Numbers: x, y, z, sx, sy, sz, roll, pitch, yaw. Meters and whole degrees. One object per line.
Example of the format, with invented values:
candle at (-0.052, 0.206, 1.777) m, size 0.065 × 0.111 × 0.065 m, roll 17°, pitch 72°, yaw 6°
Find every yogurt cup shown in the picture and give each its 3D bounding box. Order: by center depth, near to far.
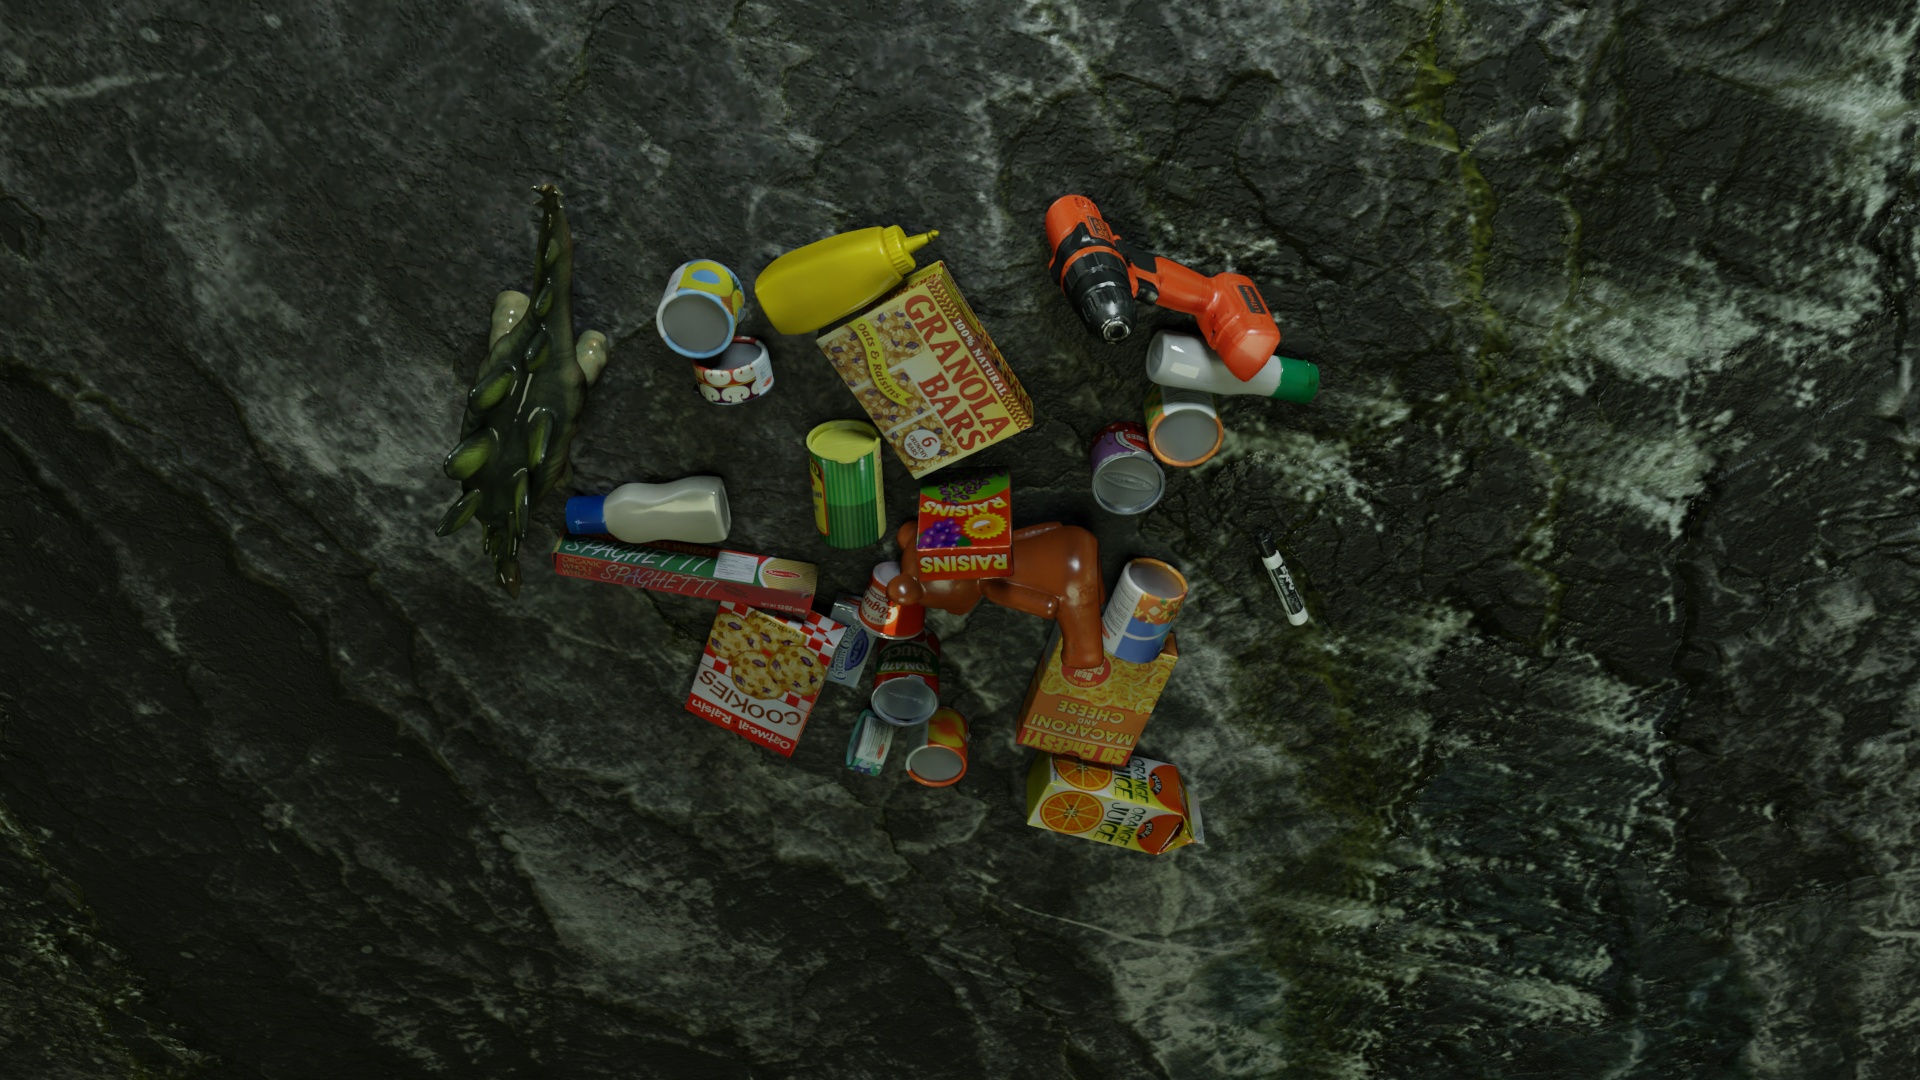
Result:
yogurt cup at (-0.064, 0.057, 1.354) m, size 0.072 × 0.073 × 0.053 m, roll 10°, pitch 119°, yaw -6°

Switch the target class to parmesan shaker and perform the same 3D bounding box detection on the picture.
parmesan shaker at (-0.103, -0.049, 1.269) m, size 0.071 × 0.072 × 0.102 m, roll 0°, pitch 127°, yaw 2°

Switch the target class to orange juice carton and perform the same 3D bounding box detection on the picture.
orange juice carton at (0.174, 0.282, 1.512) m, size 0.193 × 0.072 × 0.072 m, roll 15°, pitch 127°, yaw -9°

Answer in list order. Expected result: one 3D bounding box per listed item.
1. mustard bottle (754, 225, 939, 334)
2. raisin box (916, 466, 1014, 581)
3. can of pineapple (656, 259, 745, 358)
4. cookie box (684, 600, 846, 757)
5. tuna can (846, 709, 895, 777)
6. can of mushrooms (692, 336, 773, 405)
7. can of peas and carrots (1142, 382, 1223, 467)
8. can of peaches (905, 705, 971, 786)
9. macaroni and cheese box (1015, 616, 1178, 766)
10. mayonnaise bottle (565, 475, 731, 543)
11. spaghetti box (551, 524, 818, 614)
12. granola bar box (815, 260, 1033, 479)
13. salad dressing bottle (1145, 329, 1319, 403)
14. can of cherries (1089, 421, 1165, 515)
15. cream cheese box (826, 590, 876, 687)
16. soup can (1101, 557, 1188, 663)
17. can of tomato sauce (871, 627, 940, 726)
mustard bottle at (-0.089, -0.224, 1.152) m, size 0.160 × 0.049 × 0.065 m, roll -19°, pitch 125°, yaw 14°
raisin box at (0.004, -0.016, 1.260) m, size 0.086 × 0.124 × 0.039 m, roll -2°, pitch 126°, yaw 2°
can of pineapple at (-0.217, -0.194, 1.171) m, size 0.071 × 0.058 × 0.070 m, roll 0°, pitch 127°, yaw 1°
cookie box at (-0.200, 0.131, 1.410) m, size 0.123 × 0.040 × 0.166 m, roll 25°, pitch 125°, yaw 1°
tuna can at (-0.096, 0.214, 1.473) m, size 0.033 × 0.071 × 0.070 m, roll 19°, pitch 125°, yaw -12°
can of mushrooms at (-0.199, -0.147, 1.201) m, size 0.071 × 0.071 × 0.033 m, roll -3°, pitch 126°, yaw 4°
can of peas and carrots at (0.197, -0.105, 1.229) m, size 0.071 × 0.059 × 0.070 m, roll 1°, pitch 127°, yaw 1°
can of peaches at (-0.023, 0.220, 1.478) m, size 0.071 × 0.058 × 0.071 m, roll 1°, pitch 127°, yaw 1°
macaroni and cheese box at (0.138, 0.155, 1.437) m, size 0.124 × 0.040 × 0.165 m, roll 13°, pitch 126°, yaw -7°
mayonnaise bottle at (-0.295, -0.027, 1.311) m, size 0.148 × 0.041 × 0.064 m, roll -2°, pitch 125°, yaw 4°
spaghetti box at (-0.264, 0.027, 1.344) m, size 0.250 × 0.050 × 0.028 m, roll 9°, pitch 126°, yaw -5°
granola bar box at (-0.029, -0.147, 1.215) m, size 0.124 × 0.039 × 0.165 m, roll -24°, pitch 123°, yaw 19°
salad dressing bottle at (0.236, -0.147, 1.198) m, size 0.148 × 0.064 × 0.043 m, roll 8°, pitch 118°, yaw -14°
can of cherries at (0.152, -0.067, 1.259) m, size 0.071 × 0.059 × 0.071 m, roll 1°, pitch 127°, yaw 2°
cream cheese box at (-0.116, 0.102, 1.413) m, size 0.053 × 0.024 × 0.103 m, roll 17°, pitch 125°, yaw -10°
soup can at (0.180, 0.068, 1.356) m, size 0.071 × 0.072 × 0.083 m, roll 13°, pitch 126°, yaw -8°
can of tomato sauce at (-0.053, 0.133, 1.398) m, size 0.071 × 0.083 × 0.070 m, roll 1°, pitch 127°, yaw 1°
